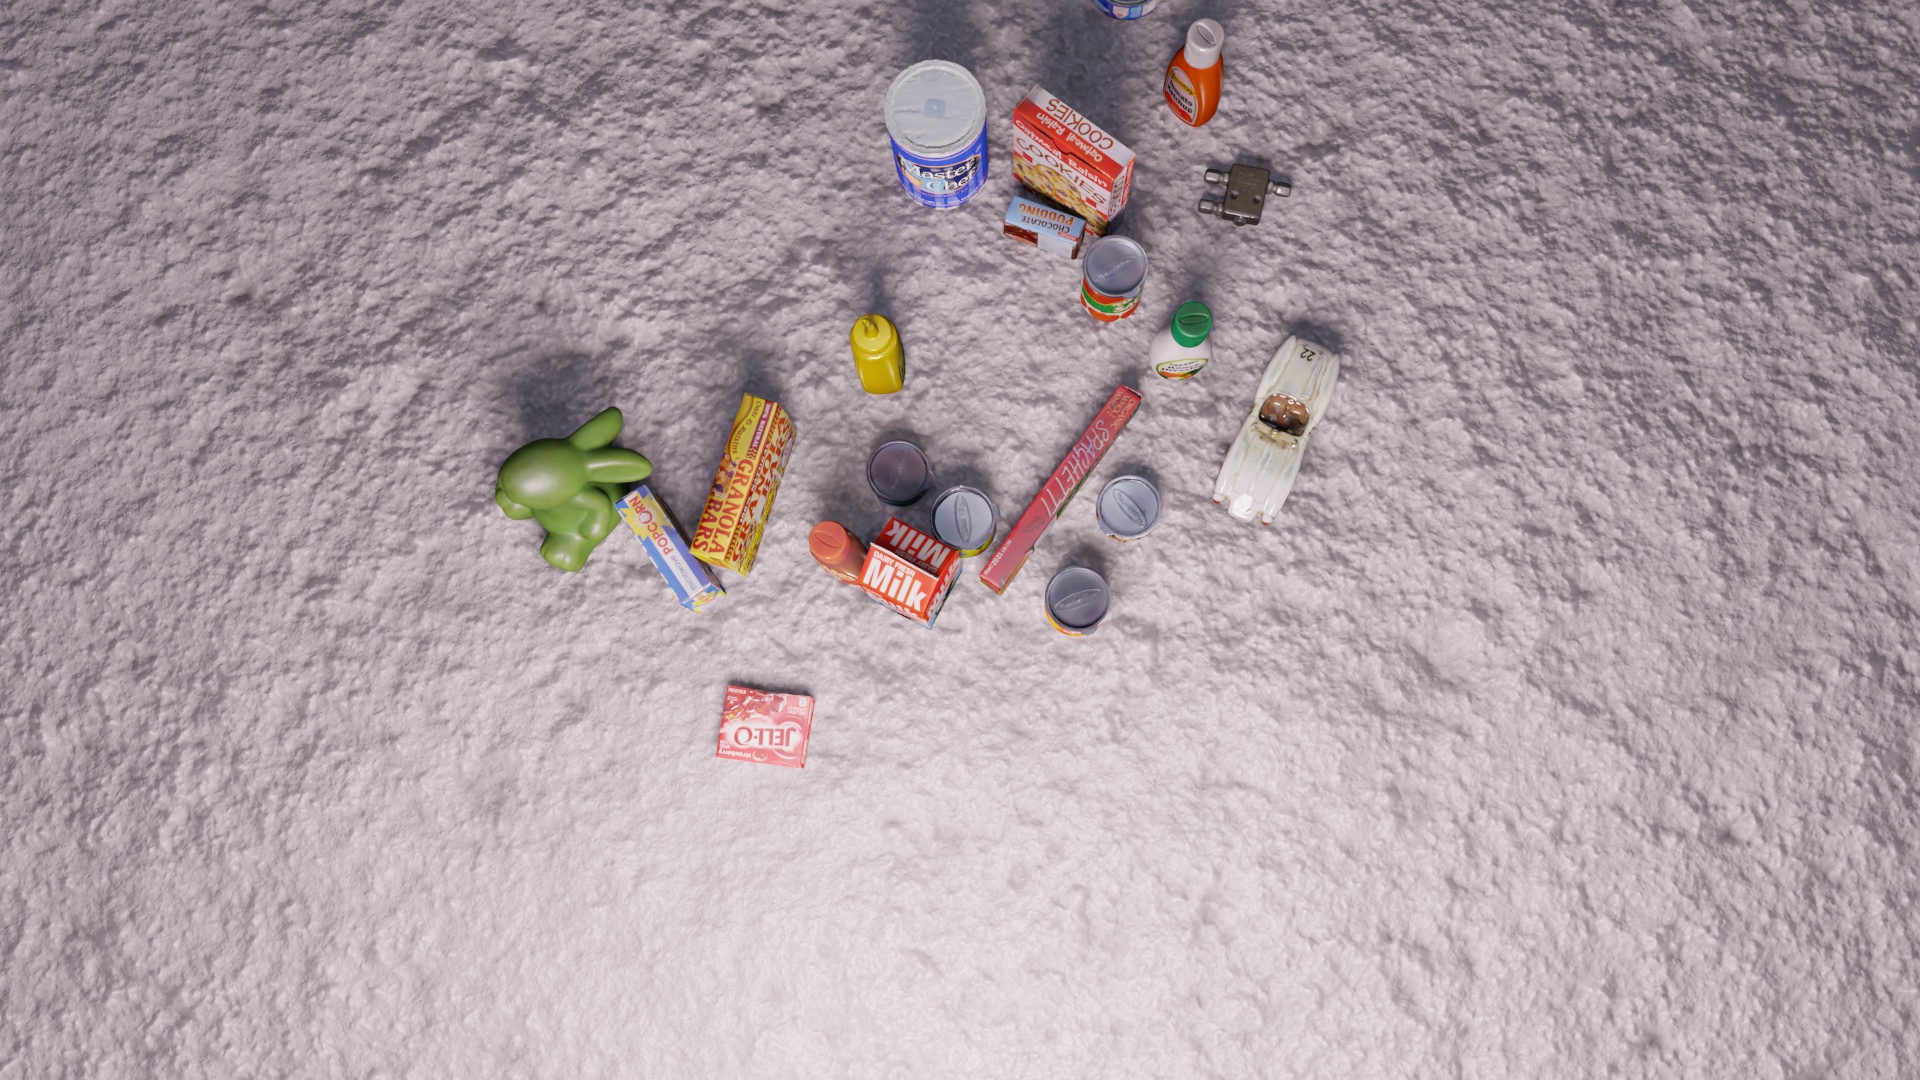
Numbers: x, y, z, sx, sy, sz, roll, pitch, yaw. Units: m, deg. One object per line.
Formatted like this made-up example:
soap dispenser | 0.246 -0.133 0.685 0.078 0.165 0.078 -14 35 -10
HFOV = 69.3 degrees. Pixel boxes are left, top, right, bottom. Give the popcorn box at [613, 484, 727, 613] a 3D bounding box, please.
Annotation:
popcorn box | -0.292 0.010 1.406 0.038 0.085 0.127 -35 81 -3

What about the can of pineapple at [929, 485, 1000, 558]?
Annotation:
can of pineapple | 0.005 -0.018 1.414 0.071 0.058 0.071 0 81 2

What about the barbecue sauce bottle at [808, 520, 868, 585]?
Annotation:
barbecue sauce bottle | -0.121 0.010 1.368 0.065 0.148 0.044 29 83 7

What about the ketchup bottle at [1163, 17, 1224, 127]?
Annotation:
ketchup bottle | 0.245 -0.488 1.439 0.043 0.148 0.065 -38 81 -4

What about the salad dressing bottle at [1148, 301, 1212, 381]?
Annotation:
salad dressing bottle | 0.224 -0.199 1.391 0.064 0.147 0.044 -4 81 2

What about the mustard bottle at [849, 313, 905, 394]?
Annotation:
mustard bottle | -0.084 -0.193 1.395 0.049 0.160 0.065 -4 81 2

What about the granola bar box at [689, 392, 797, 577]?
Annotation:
granola bar box | -0.214 -0.052 1.394 0.039 0.124 0.165 17 82 5

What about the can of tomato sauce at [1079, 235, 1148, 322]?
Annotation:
can of tomato sauce | 0.159 -0.268 1.438 0.071 0.083 0.071 0 81 2

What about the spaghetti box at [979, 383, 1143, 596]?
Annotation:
spaghetti box | 0.103 -0.052 1.420 0.029 0.050 0.250 36 83 7

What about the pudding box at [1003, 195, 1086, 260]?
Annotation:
pudding box | 0.089 -0.330 1.468 0.084 0.049 0.030 20 82 6

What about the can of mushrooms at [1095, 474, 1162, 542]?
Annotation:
can of mushrooms | 0.170 -0.031 1.422 0.071 0.033 0.071 0 80 2

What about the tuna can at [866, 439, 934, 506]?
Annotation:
tuna can | -0.061 -0.068 1.437 0.071 0.033 0.071 0 80 2

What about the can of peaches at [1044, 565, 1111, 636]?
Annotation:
can of peaches | 0.118 0.064 1.395 0.071 0.058 0.071 0 81 2

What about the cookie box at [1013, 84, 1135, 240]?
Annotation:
cookie box | 0.113 -0.379 1.416 0.123 0.167 0.040 37 84 7

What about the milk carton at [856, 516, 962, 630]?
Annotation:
milk carton | -0.048 0.032 1.340 0.072 0.190 0.073 27 83 6
